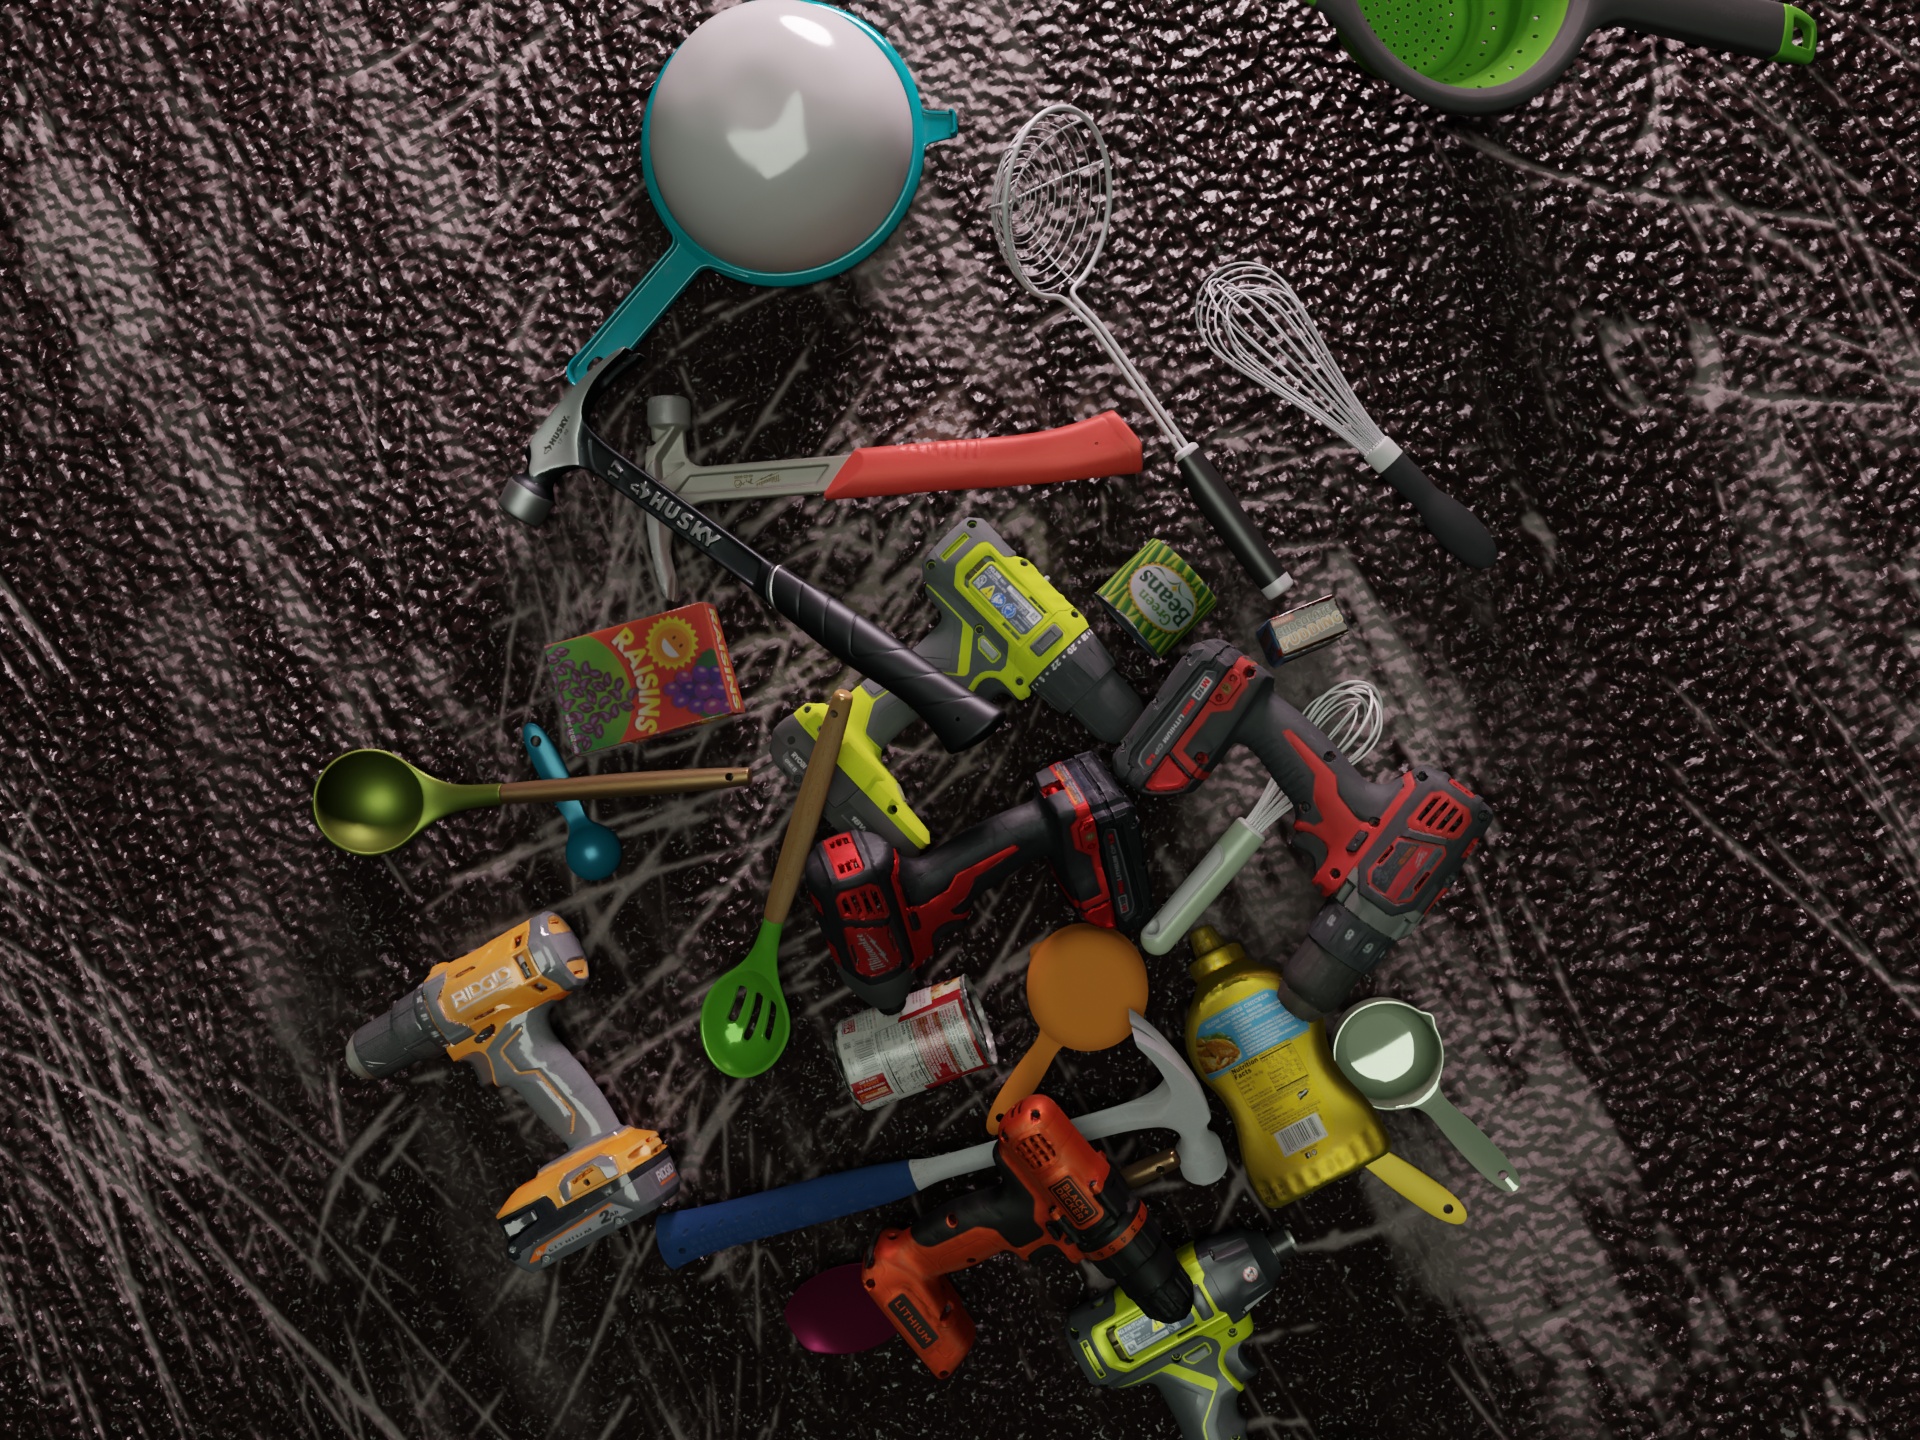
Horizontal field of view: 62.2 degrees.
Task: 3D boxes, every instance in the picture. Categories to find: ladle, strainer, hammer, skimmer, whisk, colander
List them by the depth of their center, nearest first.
[{"bbox_3d":[-0.137,-0.107,1.098,0.409,0.036,0.149,35,100,16],"label":"hammer"},{"bbox_3d":[0.399,-0.494,1.101,0.397,0.094,0.204,6,90,-14],"label":"colander"},{"bbox_3d":[0.141,-0.250,1.107,0.127,0.090,0.363,-36,91,-40],"label":"skimmer"},{"bbox_3d":[0.274,-0.209,1.118,0.070,0.070,0.284,-45,92,3],"label":"whisk"},{"bbox_3d":[0.211,0.070,1.124,0.059,0.058,0.246,36,97,-29],"label":"whisk"},{"bbox_3d":[-0.024,0.314,1.127,0.405,0.035,0.144,-17,116,8],"label":"hammer"},{"bbox_3d":[-0.175,-0.375,1.128,0.211,0.095,0.340,41,91,3],"label":"strainer"},{"bbox_3d":[-0.309,0.051,1.142,0.320,0.062,0.078,-4,86,8],"label":"ladle"},{"bbox_3d":[-0.049,-0.171,1.148,0.359,0.036,0.149,-3,90,4],"label":"hammer"}]

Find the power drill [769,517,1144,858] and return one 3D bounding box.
[{"bbox_3d":[-0.002,-0.004,1.125,0.228,0.080,0.190,-44,87,0],"label":"power drill"}]

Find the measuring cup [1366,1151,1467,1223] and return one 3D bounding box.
[{"bbox_3d":[0.292,0.310,1.123,0.156,0.029,0.062,33,92,6],"label":"measuring cup"}]

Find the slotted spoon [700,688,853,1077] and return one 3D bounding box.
[{"bbox_3d":[-0.120,0.117,1.103,0.070,0.031,0.313,25,115,14],"label":"slotted spoon"}]

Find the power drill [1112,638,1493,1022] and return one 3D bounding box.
[{"bbox_3d":[0.212,0.072,1.065,0.227,0.080,0.188,37,100,15],"label":"power drill"}]

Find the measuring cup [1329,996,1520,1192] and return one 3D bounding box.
[{"bbox_3d":[0.329,0.265,1.119,0.083,0.038,0.167,-44,89,3],"label":"measuring cup"}]

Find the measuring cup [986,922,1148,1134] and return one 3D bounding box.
[{"bbox_3d":[0.067,0.226,1.128,0.095,0.052,0.173,33,90,4],"label":"measuring cup"}]

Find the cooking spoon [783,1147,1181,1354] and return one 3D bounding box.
[{"bbox_3d":[0.014,0.373,1.127,0.319,0.017,0.068,-29,97,14],"label":"cooking spoon"}]

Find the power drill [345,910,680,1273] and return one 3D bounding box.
[{"bbox_3d":[-0.325,0.276,1.146,0.185,0.084,0.226,-28,84,4],"label":"power drill"}]

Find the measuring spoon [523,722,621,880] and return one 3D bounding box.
[{"bbox_3d":[-0.292,0.059,1.171,0.042,0.021,0.128,-28,88,4],"label":"measuring spoon"}]

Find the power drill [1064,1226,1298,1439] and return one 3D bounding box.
[{"bbox_3d":[0.200,0.476,1.108,0.171,0.080,0.223,-30,85,4],"label":"power drill"}]

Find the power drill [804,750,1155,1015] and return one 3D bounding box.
[{"bbox_3d":[0.013,0.117,1.081,0.219,0.079,0.143,-19,124,-8],"label":"power drill"}]
